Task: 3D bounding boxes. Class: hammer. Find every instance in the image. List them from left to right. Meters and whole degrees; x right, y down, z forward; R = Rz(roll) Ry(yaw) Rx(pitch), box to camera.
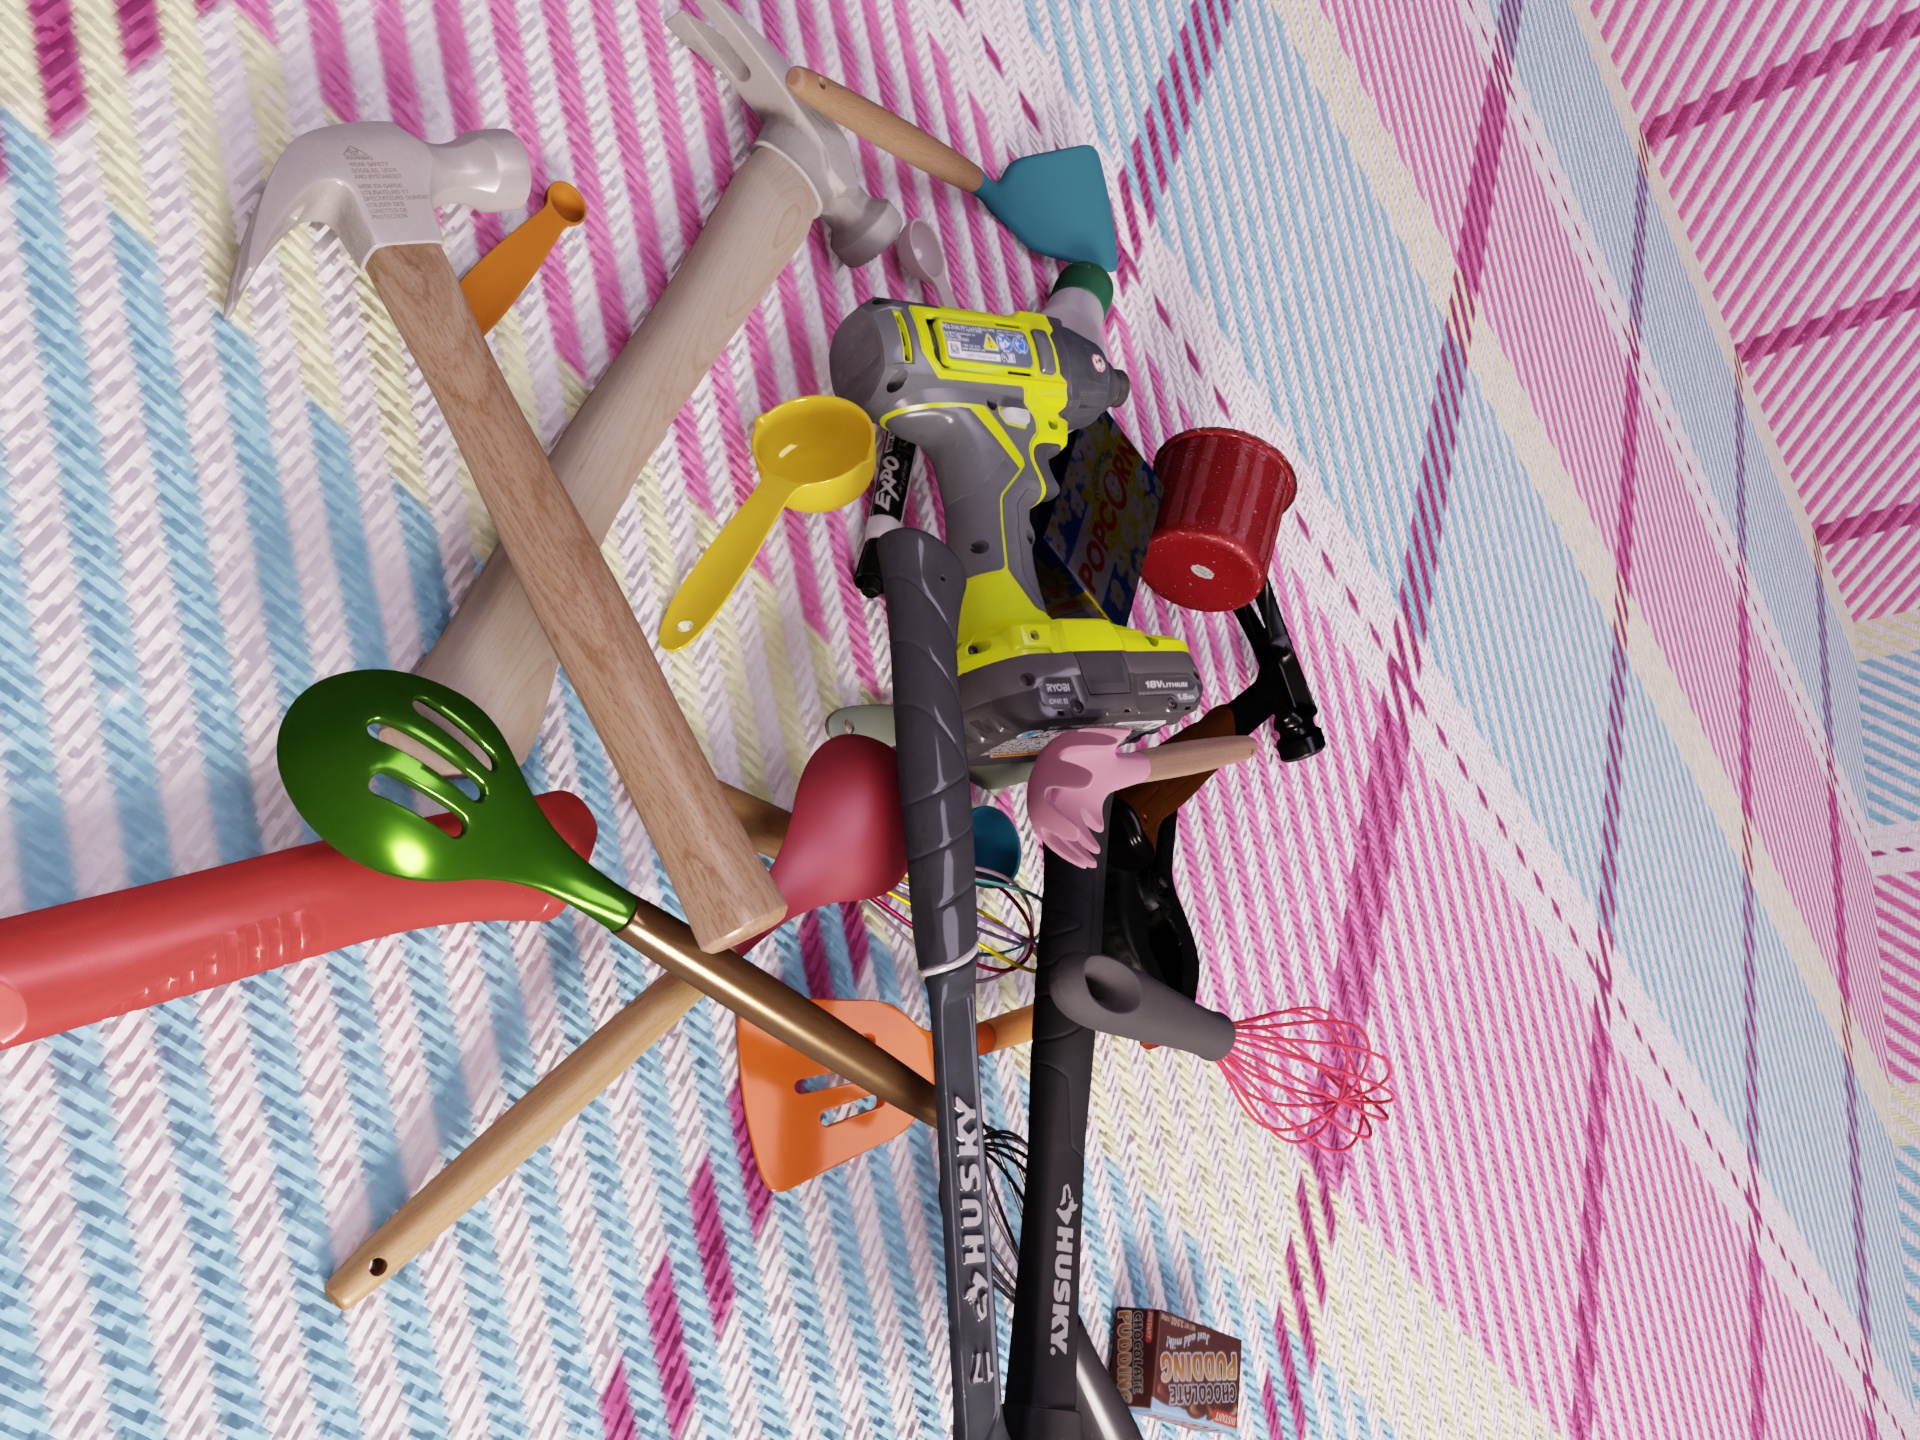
[{"bbox_3d":[-0.256,0.061,0.455,0.359,0.037,0.149,-16,91,-52],"label":"hammer"},{"bbox_3d":[-0.153,-0.069,0.570,0.130,0.031,0.331,-22,81,-43],"label":"hammer"},{"bbox_3d":[-0.138,-0.149,0.673,0.146,0.038,0.411,46,46,-30],"label":"hammer"},{"bbox_3d":[-0.008,0.114,0.631,0.149,0.036,0.409,15,63,-44],"label":"hammer"},{"bbox_3d":[0.048,0.180,0.710,0.146,0.035,0.335,24,61,-36],"label":"hammer"},{"bbox_3d":[0.145,0.005,0.940,0.337,0.034,0.127,-31,102,-59],"label":"hammer"}]

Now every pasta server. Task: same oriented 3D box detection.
[{"bbox_3d":[0.103,0.024,0.779,0.316,0.040,0.060,-5,110,-63],"label":"pasta server"}]

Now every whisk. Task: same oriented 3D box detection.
[{"bbox_3d":[-0.044,0.067,0.709,0.244,0.051,0.047,29,39,-38],"label":"whisk"},{"bbox_3d":[0.049,0.291,0.754,0.055,0.055,0.238,-45,117,-49],"label":"whisk"},{"bbox_3d":[0.130,0.155,0.757,0.295,0.073,0.073,29,56,-46],"label":"whisk"}]

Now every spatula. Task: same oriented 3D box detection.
[{"bbox_3d":[0.004,-0.311,0.877,0.317,0.044,0.082,-7,88,-62],"label":"spatula"},{"bbox_3d":[0.017,0.152,0.780,0.322,0.041,0.081,-1,79,-56],"label":"spatula"}]

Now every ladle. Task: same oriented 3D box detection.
[{"bbox_3d":[-0.108,0.101,0.603,0.315,0.031,0.069,-42,106,-39],"label":"ladle"}]

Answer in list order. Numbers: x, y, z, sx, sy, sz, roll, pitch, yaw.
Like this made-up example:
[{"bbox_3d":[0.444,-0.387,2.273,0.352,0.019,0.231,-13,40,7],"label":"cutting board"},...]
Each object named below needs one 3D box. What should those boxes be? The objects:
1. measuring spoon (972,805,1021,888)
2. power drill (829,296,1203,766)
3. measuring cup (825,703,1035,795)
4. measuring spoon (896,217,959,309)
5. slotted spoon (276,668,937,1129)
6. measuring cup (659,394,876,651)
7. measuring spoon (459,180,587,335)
[{"bbox_3d":[-0.023,0.049,0.773,0.128,0.021,0.042,26,59,-34],"label":"measuring spoon"},{"bbox_3d":[0.037,-0.097,0.789,0.171,0.080,0.223,-3,74,-37],"label":"power drill"},{"bbox_3d":[-0.001,-0.003,0.792,0.167,0.038,0.083,-4,81,-54],"label":"measuring cup"},{"bbox_3d":[-0.008,-0.216,0.881,0.124,0.018,0.034,67,31,-21],"label":"measuring spoon"},{"bbox_3d":[-0.102,0.080,0.577,0.313,0.031,0.070,40,48,-32],"label":"slotted spoon"},{"bbox_3d":[-0.089,-0.084,0.716,0.157,0.062,0.029,-60,161,-27],"label":"measuring cup"},{"bbox_3d":[-0.186,-0.182,0.647,0.021,0.011,0.117,47,49,-28],"label":"measuring spoon"}]
